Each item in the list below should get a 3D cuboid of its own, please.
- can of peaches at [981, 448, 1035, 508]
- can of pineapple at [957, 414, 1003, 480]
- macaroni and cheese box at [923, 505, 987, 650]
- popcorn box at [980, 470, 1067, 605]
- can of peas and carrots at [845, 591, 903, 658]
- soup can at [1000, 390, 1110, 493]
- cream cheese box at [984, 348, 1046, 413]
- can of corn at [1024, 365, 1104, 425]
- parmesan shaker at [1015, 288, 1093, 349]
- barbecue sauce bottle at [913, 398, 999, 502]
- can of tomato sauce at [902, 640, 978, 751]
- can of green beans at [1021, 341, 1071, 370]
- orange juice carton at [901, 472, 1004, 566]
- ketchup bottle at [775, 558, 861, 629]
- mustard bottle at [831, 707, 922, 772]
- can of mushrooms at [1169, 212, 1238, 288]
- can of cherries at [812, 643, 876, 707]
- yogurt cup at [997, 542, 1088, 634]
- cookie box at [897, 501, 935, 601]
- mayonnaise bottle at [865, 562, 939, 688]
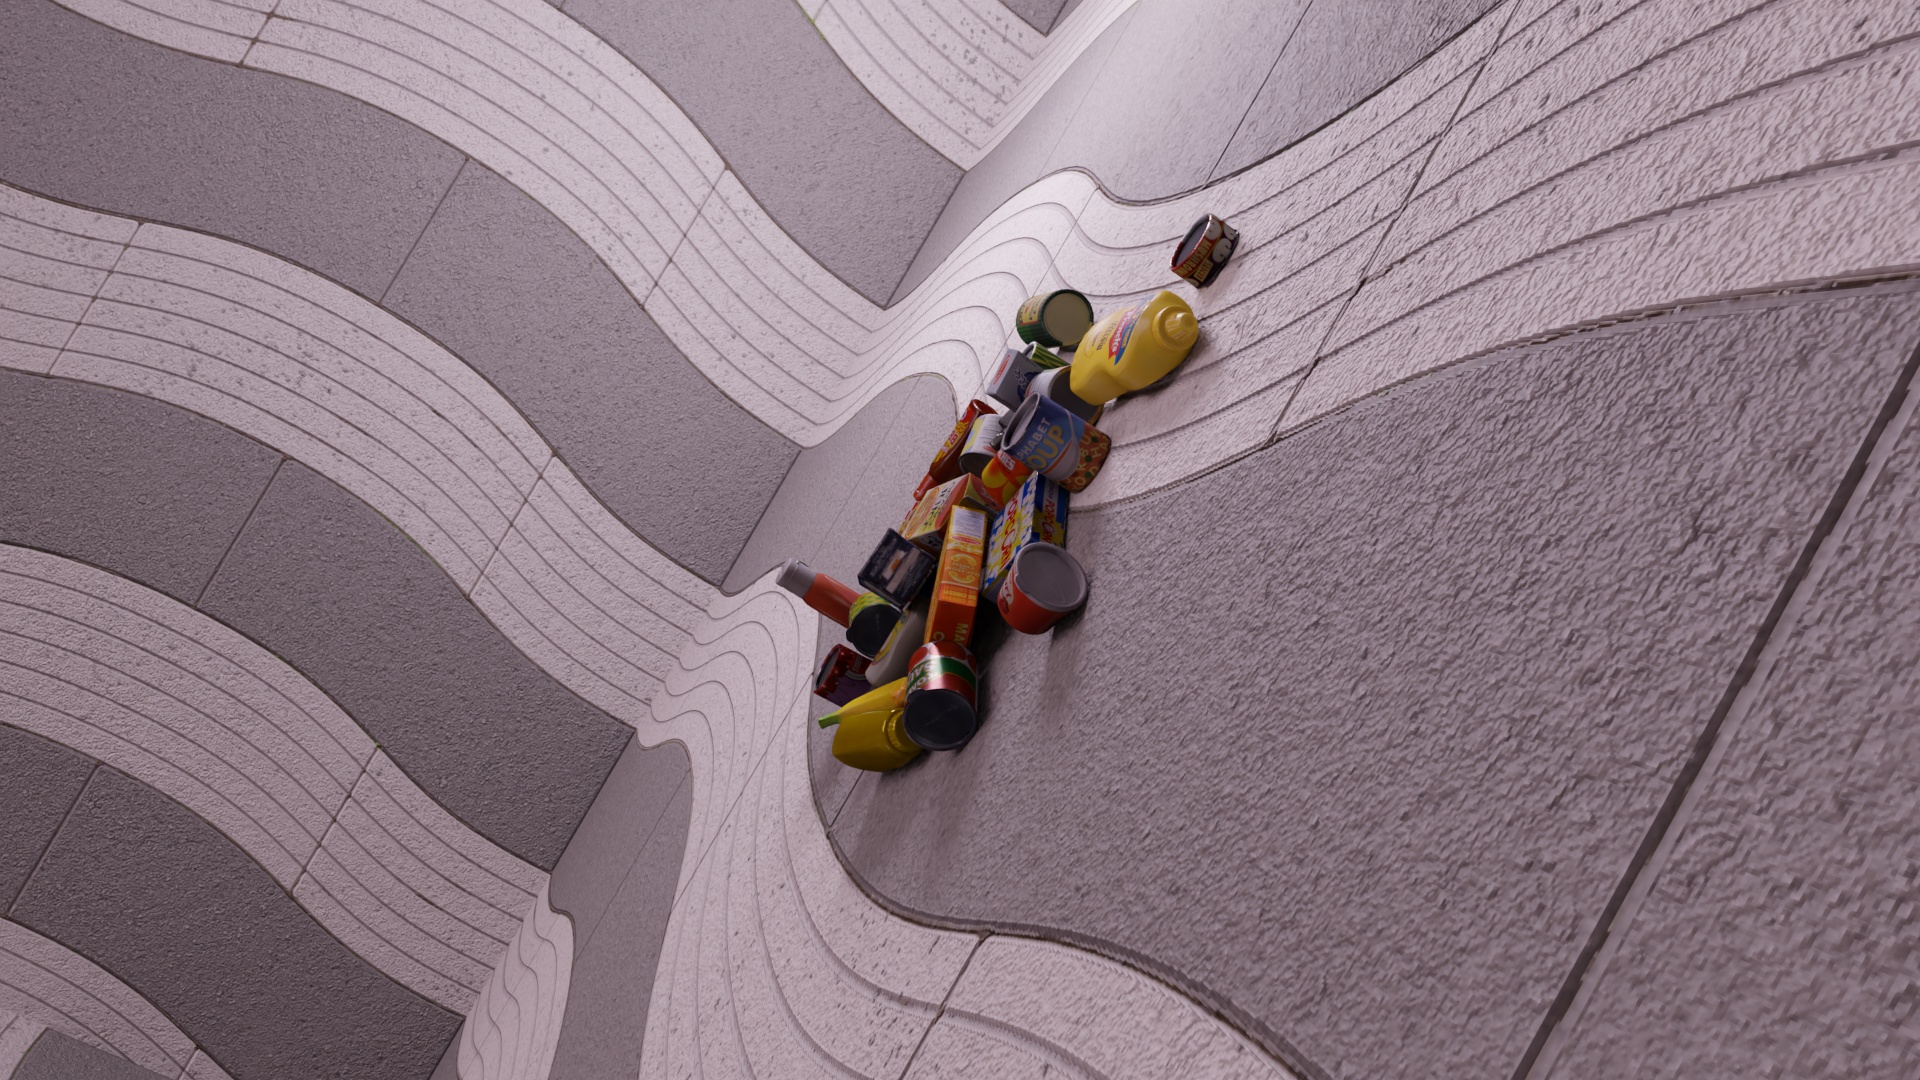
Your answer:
[{"bbox_3d":[0.061,-0.070,1.406,0.057,0.071,0.071,-51,16,35],"label":"can of peaches"},{"bbox_3d":[0.037,-0.099,1.561,0.070,0.071,0.058,-37,26,57],"label":"can of pineapple"},{"bbox_3d":[-0.007,0.061,1.357,0.167,0.040,0.123,-83,6,-57],"label":"macaroni and cheese box"},{"bbox_3d":[0.063,-0.003,1.328,0.085,0.038,0.127,-50,17,32],"label":"popcorn box"},{"bbox_3d":[-0.099,0.098,1.612,0.071,0.071,0.059,-57,13,9],"label":"can of peas and carrots"},{"bbox_3d":[0.090,-0.091,1.322,0.071,0.084,0.071,-54,15,22],"label":"soup can"},{"bbox_3d":[0.078,-0.151,1.449,0.024,0.103,0.053,21,81,57],"label":"cream cheese box"},{"bbox_3d":[0.108,-0.143,1.409,0.071,0.071,0.058,-61,18,-8],"label":"can of corn"},{"bbox_3d":[0.113,-0.262,1.637,0.071,0.071,0.103,-60,14,-3],"label":"parmesan shaker"},{"bbox_3d":[-0.006,-0.107,1.769,0.148,0.043,0.065,-55,16,16],"label":"barbecue sauce bottle"},{"bbox_3d":[-0.018,0.138,1.253,0.071,0.071,0.083,-53,15,23],"label":"can of tomato sauce"},{"bbox_3d":[0.090,-0.182,1.564,0.071,0.058,0.071,-54,15,22],"label":"can of green beans"},{"bbox_3d":[0.005,-0.019,1.488,0.073,0.072,0.192,-62,14,-14],"label":"orange juice carton"},{"bbox_3d":[-0.152,0.073,1.685,0.043,0.149,0.065,-56,14,8],"label":"ketchup bottle"},{"bbox_3d":[-0.068,0.190,1.340,0.159,0.065,0.049,-26,44,56],"label":"mustard bottle"},{"bbox_3d":[0.231,-0.275,1.322,0.070,0.033,0.071,-53,15,21],"label":"can of mushrooms"},{"bbox_3d":[-0.131,0.159,1.618,0.071,0.058,0.072,-54,15,21],"label":"can of cherries"},{"bbox_3d":[0.066,0.043,1.173,0.053,0.072,0.073,-56,12,46],"label":"yogurt cup"},{"bbox_3d":[-0.050,0.011,1.684,0.123,0.040,0.167,-61,14,-9],"label":"cookie box"},{"bbox_3d":[-0.049,0.095,1.504,0.148,0.041,0.065,-58,11,1],"label":"mayonnaise bottle"}]
